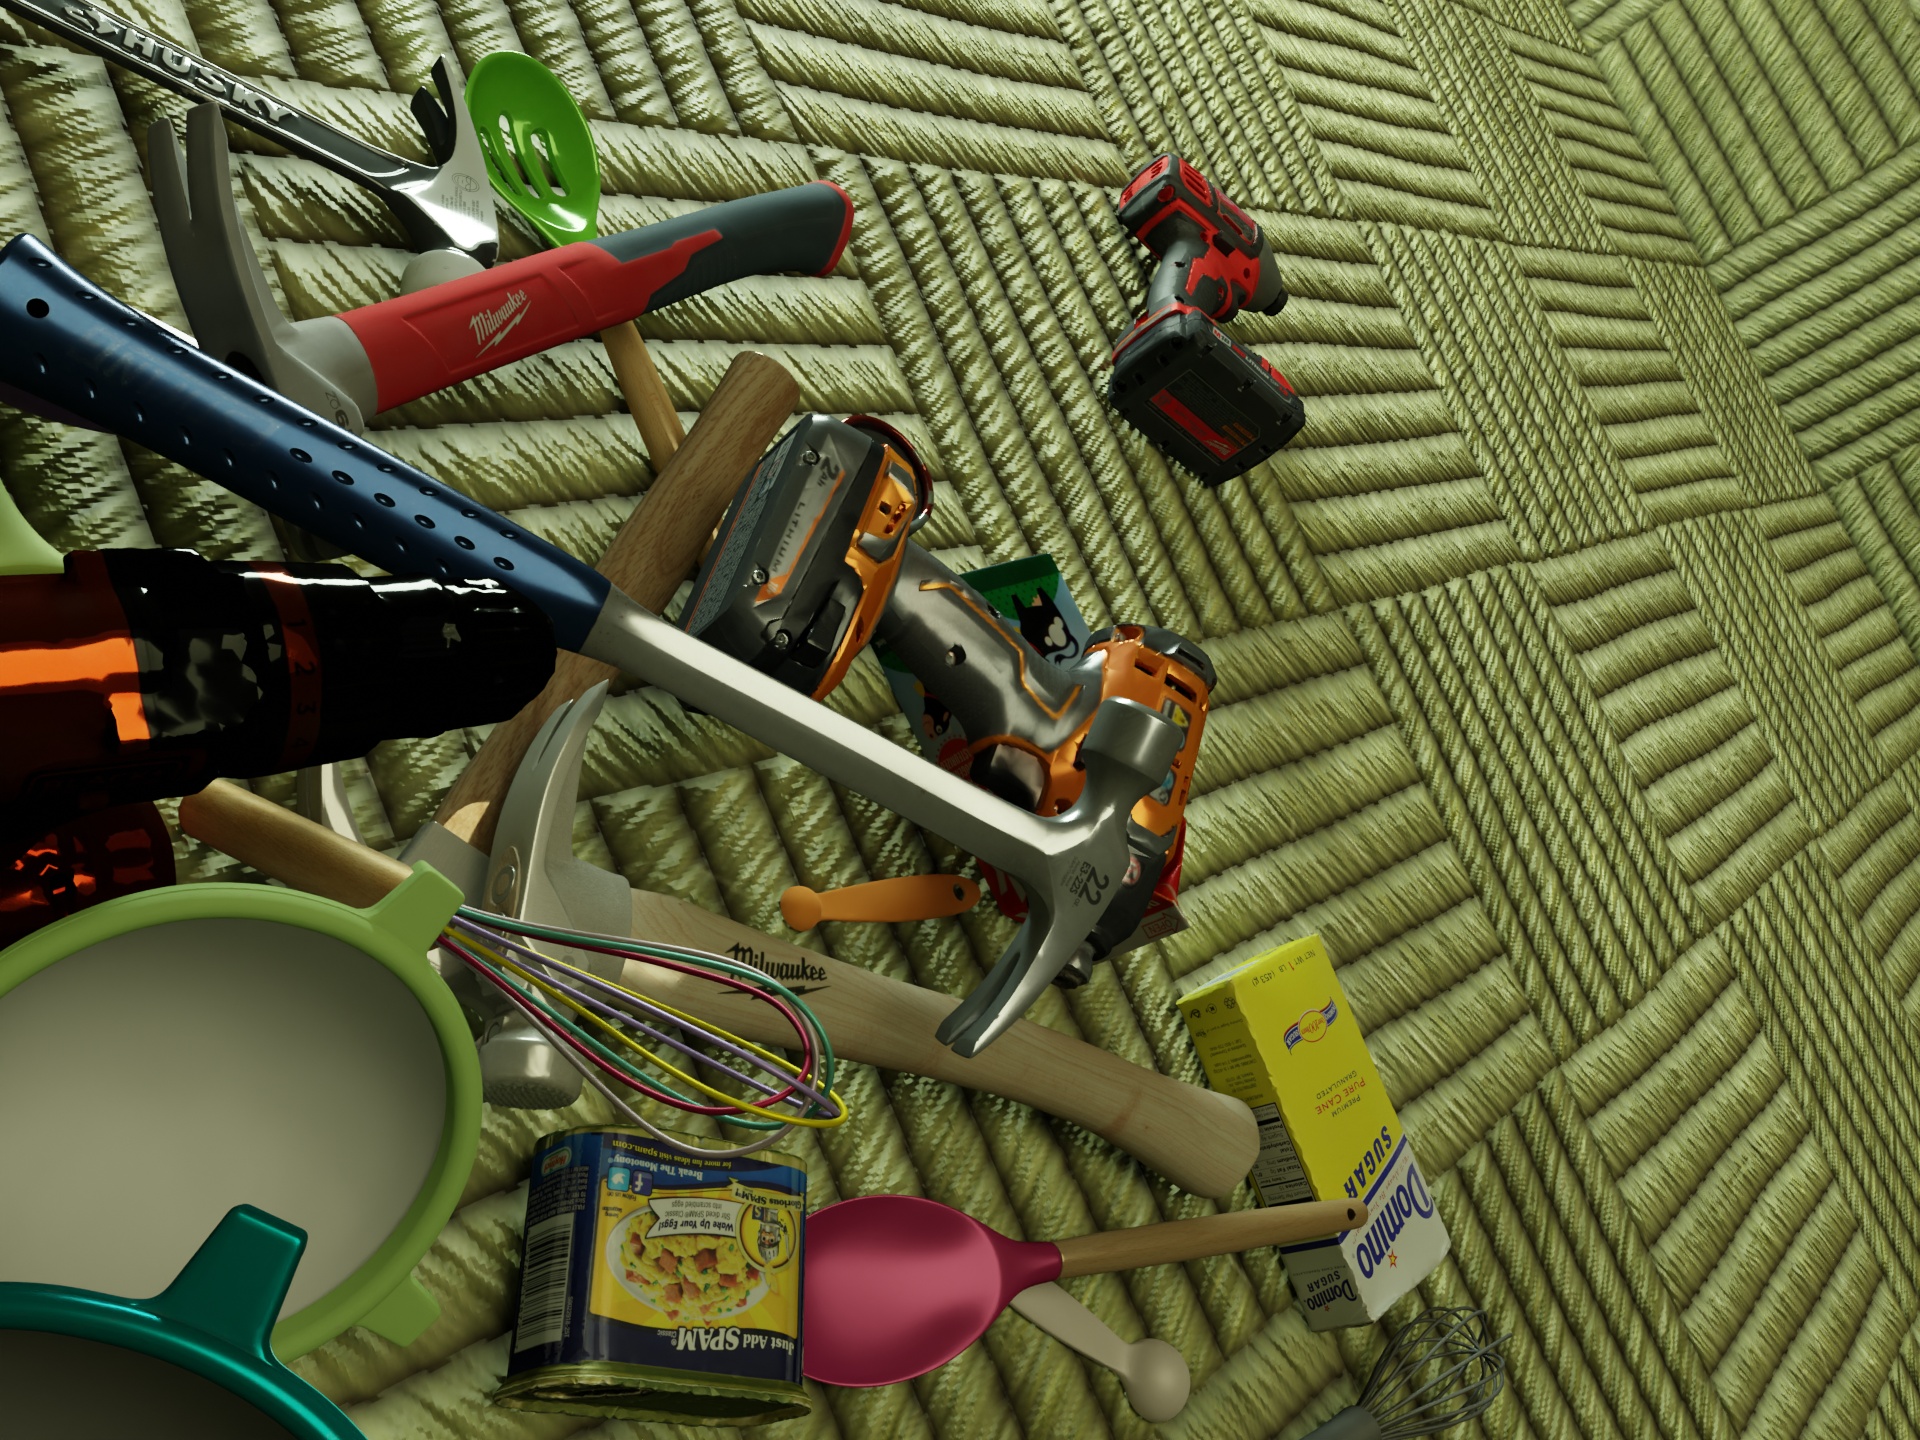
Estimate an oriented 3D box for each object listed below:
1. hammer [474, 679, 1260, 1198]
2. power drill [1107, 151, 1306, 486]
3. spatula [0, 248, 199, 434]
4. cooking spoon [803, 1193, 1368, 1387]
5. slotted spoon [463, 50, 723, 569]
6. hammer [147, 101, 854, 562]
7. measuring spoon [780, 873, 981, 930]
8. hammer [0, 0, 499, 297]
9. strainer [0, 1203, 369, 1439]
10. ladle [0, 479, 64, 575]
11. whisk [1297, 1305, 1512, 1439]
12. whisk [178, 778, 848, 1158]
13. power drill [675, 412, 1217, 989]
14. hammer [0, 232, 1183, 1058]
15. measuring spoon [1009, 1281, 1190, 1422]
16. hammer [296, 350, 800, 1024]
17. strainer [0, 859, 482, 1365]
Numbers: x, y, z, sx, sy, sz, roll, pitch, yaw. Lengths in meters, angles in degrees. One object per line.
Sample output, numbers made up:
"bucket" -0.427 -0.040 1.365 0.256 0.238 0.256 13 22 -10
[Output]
"hammer" -0.008 0.121 0.653 0.410 0.038 0.146 27 54 -39
"power drill" 0.167 -0.269 1.059 0.143 0.078 0.220 32 45 -28
"spatula" -0.376 -0.160 0.458 0.315 0.018 0.060 25 46 -19
"cooking spoon" 0.059 0.225 0.672 0.318 0.017 0.069 4 65 -33
"slotted spoon" -0.148 -0.155 0.716 0.070 0.031 0.314 -20 83 -48
"hammer" -0.151 -0.196 0.656 0.386 0.038 0.143 -46 127 -54
"measuring spoon" -0.031 0.078 0.703 0.116 0.011 0.021 1 67 -44
"hammer" -0.351 -0.271 0.556 0.408 0.036 0.149 22 45 -37
"strainer" -0.195 0.286 0.349 0.211 0.095 0.340 -17 88 -16
"ladle" -0.329 -0.132 0.502 0.078 0.062 0.320 -16 76 -47
"whisk" 0.189 0.333 0.745 0.239 0.055 0.055 -9 74 -43
"whisk" -0.141 0.067 0.477 0.245 0.051 0.047 21 31 18
"power drill" -0.001 -0.002 0.645 0.226 0.084 0.164 31 57 -21
"hammer" -0.113 -0.023 0.521 0.405 0.035 0.144 29 81 -20
"measuring spoon" 0.056 0.259 0.677 0.124 0.018 0.034 40 45 -19
"hammer" -0.142 -0.039 0.629 0.130 0.031 0.331 39 50 -20
"strainer" -0.263 0.108 0.420 0.256 0.069 0.151 -1 107 -30
